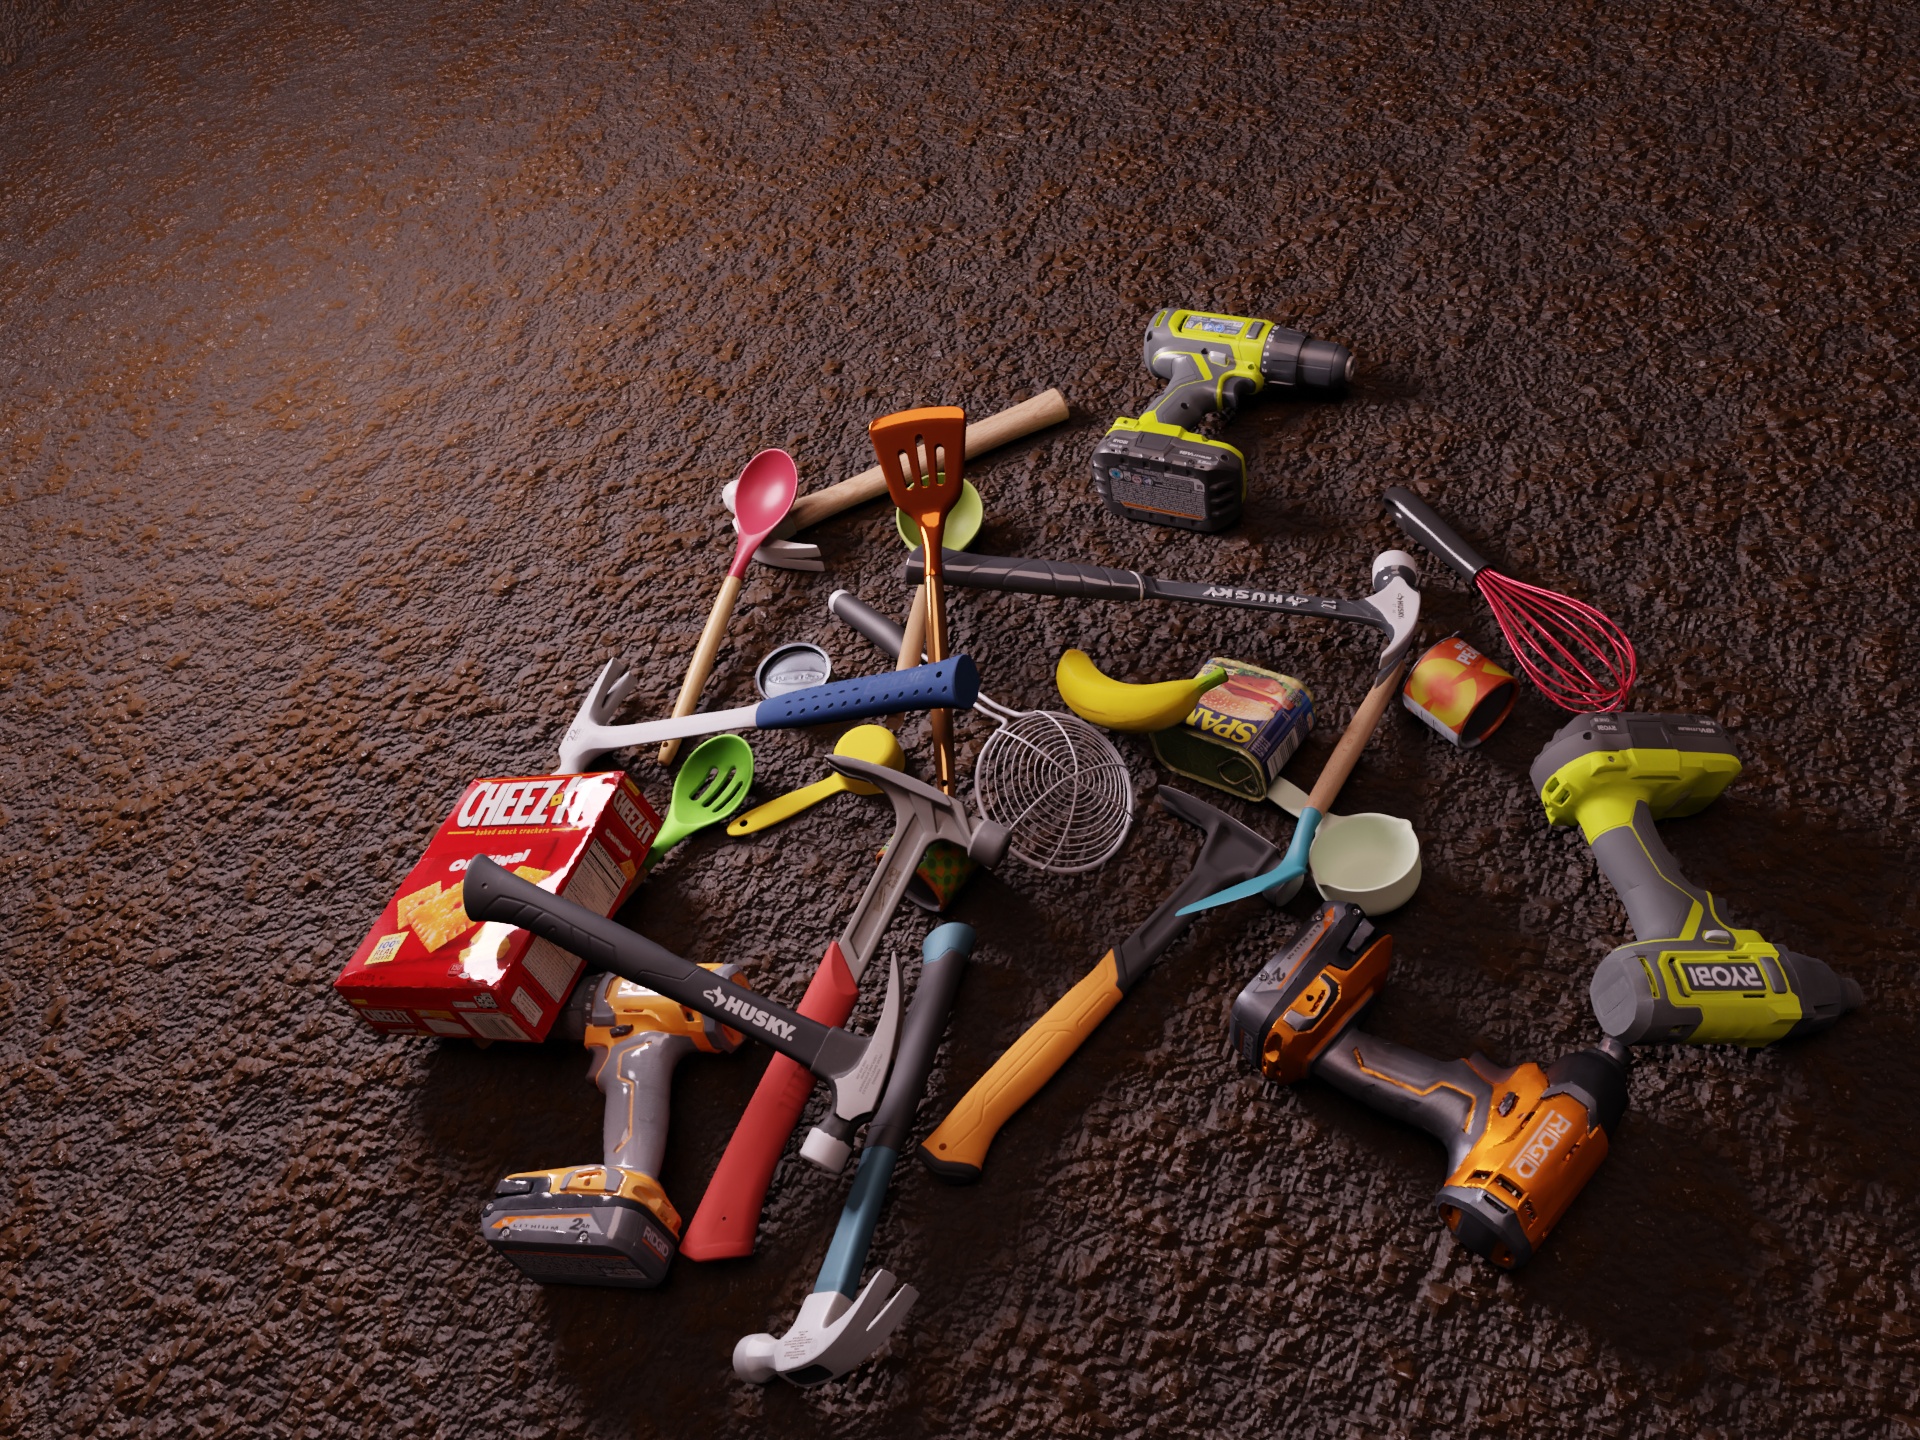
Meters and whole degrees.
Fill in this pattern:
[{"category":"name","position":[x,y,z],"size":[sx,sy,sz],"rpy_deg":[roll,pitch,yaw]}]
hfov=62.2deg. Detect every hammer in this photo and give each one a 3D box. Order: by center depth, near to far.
[{"category":"hammer","position":[-0.050,0.279,1.069],"size":[0.128,0.033,0.331],"rpy_deg":[-23,35,41]},{"category":"hammer","position":[-0.195,0.170,1.089],"size":[0.335,0.035,0.146],"rpy_deg":[23,74,12]},{"category":"hammer","position":[-0.105,0.202,1.109],"size":[0.149,0.036,0.359],"rpy_deg":[24,73,12]},{"category":"hammer","position":[0.090,0.189,1.123],"size":[0.127,0.034,0.337],"rpy_deg":[34,67,32]},{"category":"hammer","position":[-0.164,-0.009,1.258],"size":[0.405,0.035,0.144],"rpy_deg":[-8,51,32]},{"category":"hammer","position":[0.158,-0.101,1.268],"size":[0.409,0.036,0.149],"rpy_deg":[7,40,8]},{"category":"hammer","position":[-0.053,-0.232,1.484],"size":[0.331,0.031,0.130],"rpy_deg":[-23,51,-5]}]

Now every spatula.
[{"category":"spatula","position":[0.260,0.043,1.154],"size":[0.082,0.044,0.318],"rpy_deg":[-27,18,50]},{"category":"spatula","position":[-0.022,-0.092,1.242],"size":[0.081,0.041,0.323],"rpy_deg":[-7,70,8]}]

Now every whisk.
[{"category":"whisk","position":[0.424,-0.103,1.250],"size":[0.073,0.073,0.296],"rpy_deg":[-27,46,-7]}]

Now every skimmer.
[{"category":"skimmer","position":[-0.002,-0.004,1.296],"size":[0.127,0.090,0.364],"rpy_deg":[-27,40,-25]}]

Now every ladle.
[{"category":"ladle","position":[-0.032,-0.104,1.318],"size":[0.078,0.062,0.320],"rpy_deg":[2,38,7]},{"category":"ladle","position":[-0.207,-0.102,1.401],"size":[0.069,0.031,0.316],"rpy_deg":[3,63,29]}]

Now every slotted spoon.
[{"category":"slotted spoon","position":[-0.272,0.135,1.261],"size":[0.070,0.031,0.314],"rpy_deg":[28,66,30]}]

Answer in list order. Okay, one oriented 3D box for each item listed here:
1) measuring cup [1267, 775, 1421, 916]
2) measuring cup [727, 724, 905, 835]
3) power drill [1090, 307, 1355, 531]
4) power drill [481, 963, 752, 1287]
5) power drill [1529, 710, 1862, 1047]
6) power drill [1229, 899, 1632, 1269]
[{"category":"measuring cup","position":[0.268,0.086,1.164],"size":[0.083,0.038,0.168],"rpy_deg":[-31,36,-12]},{"category":"measuring cup","position":[-0.119,0.051,1.283],"size":[0.156,0.029,0.062],"rpy_deg":[-25,51,-8]},{"category":"power drill","position":[0.232,-0.277,1.420],"size":[0.191,0.080,0.229],"rpy_deg":[15,55,24]},{"category":"power drill","position":[-0.259,0.272,1.120],"size":[0.185,0.084,0.226],"rpy_deg":[-4,48,19]},{"category":"power drill","position":[0.481,0.107,1.052],"size":[0.171,0.080,0.223],"rpy_deg":[1,54,-11]},{"category":"power drill","position":[0.306,0.217,1.022],"size":[0.227,0.084,0.164],"rpy_deg":[36,66,29]}]
